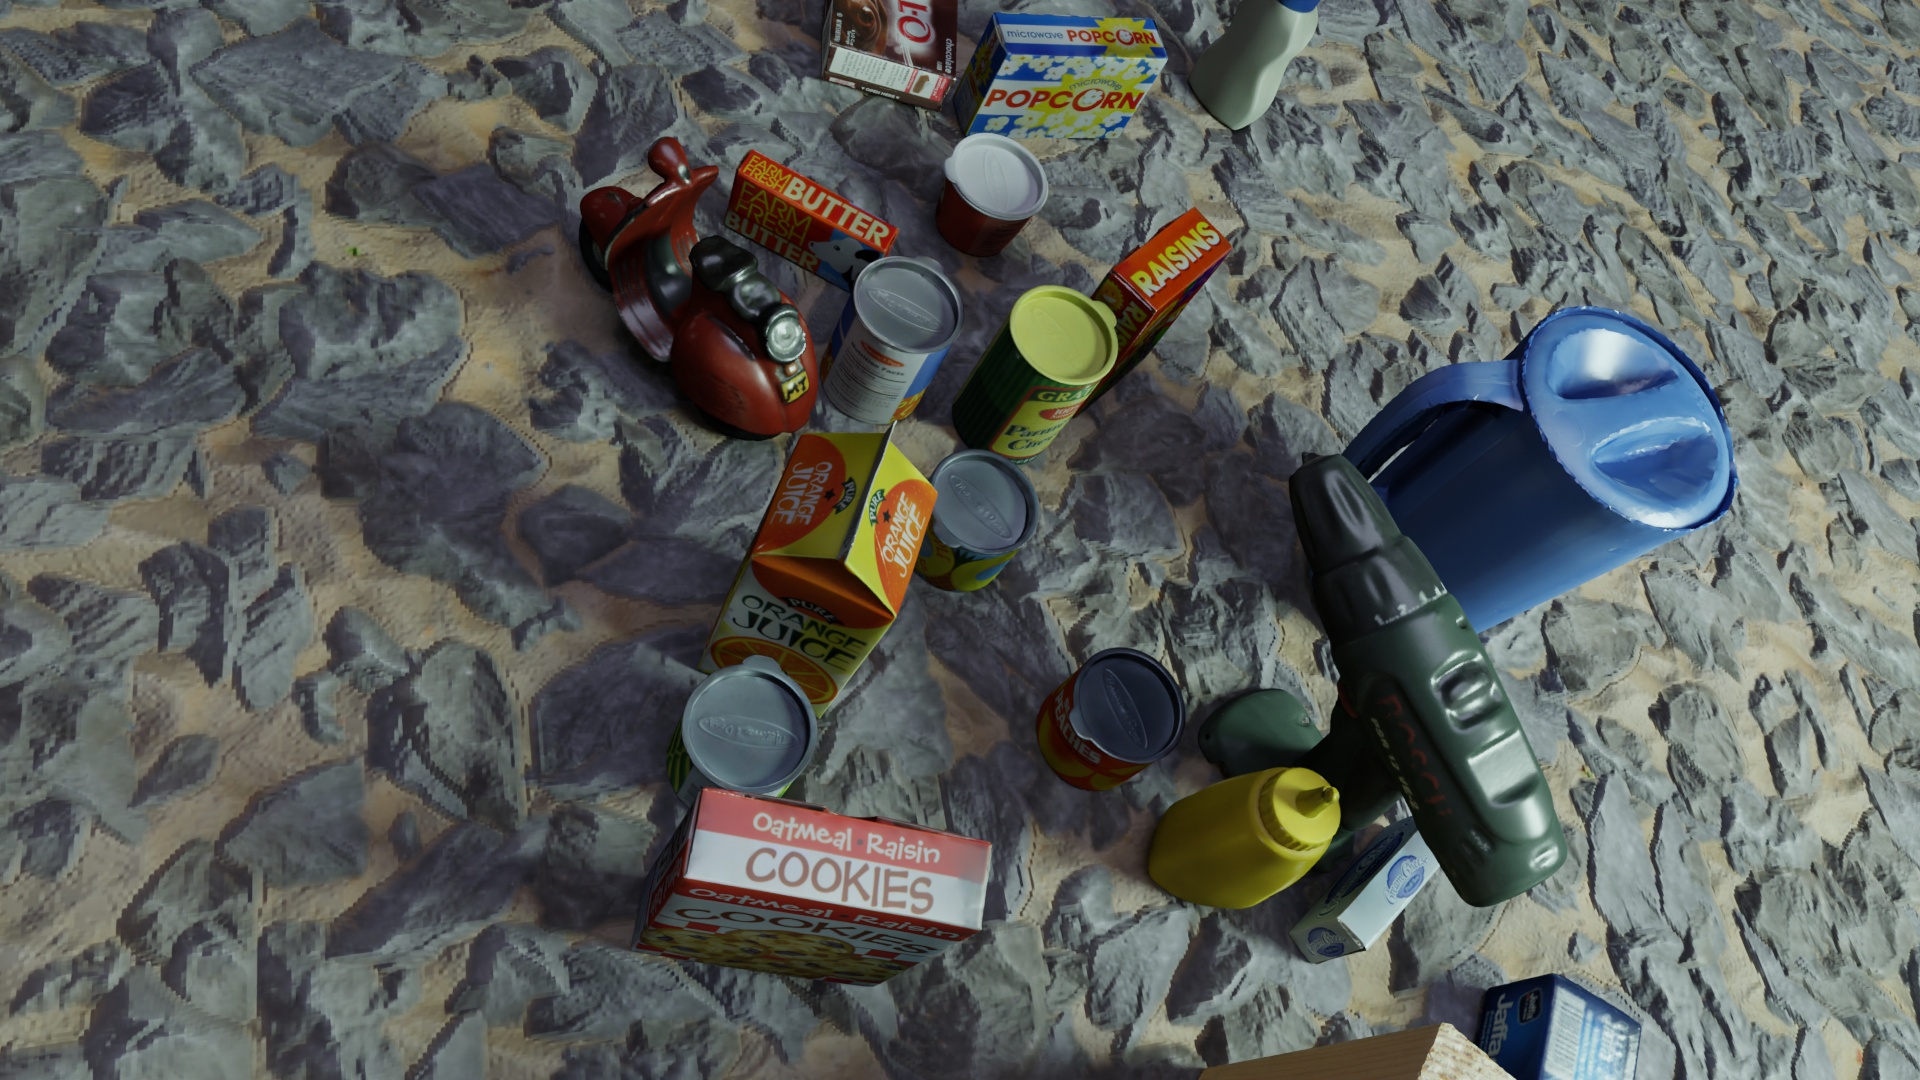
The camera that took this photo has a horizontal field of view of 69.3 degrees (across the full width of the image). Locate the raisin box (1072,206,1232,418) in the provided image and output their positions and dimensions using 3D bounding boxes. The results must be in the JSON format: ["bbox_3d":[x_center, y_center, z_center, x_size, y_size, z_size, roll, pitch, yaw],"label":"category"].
[{"bbox_3d":[0.106,-0.140,0.862,0.040,0.122,0.086,46,58,6],"label":"raisin box"}]

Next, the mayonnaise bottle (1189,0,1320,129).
[{"bbox_3d":[0.224,-0.369,1.008,0.041,0.147,0.065,-33,80,-30],"label":"mayonnaise bottle"}]

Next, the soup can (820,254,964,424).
[{"bbox_3d":[-0.041,-0.118,0.819,0.071,0.083,0.071,9,62,-17],"label":"soup can"}]

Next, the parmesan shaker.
[{"bbox_3d":[0.045,-0.097,0.829,0.071,0.102,0.071,9,62,-17],"label":"parmesan shaker"}]

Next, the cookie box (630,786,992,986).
[{"bbox_3d":[-0.072,0.159,0.618,0.123,0.166,0.040,13,61,-14],"label":"cookie box"}]

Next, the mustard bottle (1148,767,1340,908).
[{"bbox_3d":[0.153,0.149,0.713,0.065,0.159,0.049,24,59,-8],"label":"mustard bottle"}]

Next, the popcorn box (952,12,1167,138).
[{"bbox_3d":[0.068,-0.320,0.961,0.127,0.085,0.038,-7,68,-24],"label":"popcorn box"}]

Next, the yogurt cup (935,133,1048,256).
[{"bbox_3d":[0.017,-0.224,0.912,0.072,0.053,0.072,9,62,-17],"label":"yogurt cup"}]

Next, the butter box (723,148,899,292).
[{"bbox_3d":[-0.093,-0.194,0.855,0.103,0.053,0.024,28,58,-6],"label":"butter box"}]

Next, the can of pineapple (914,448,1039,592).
[{"bbox_3d":[0.003,-0.010,0.796,0.071,0.057,0.071,9,62,-17],"label":"can of pineapple"}]

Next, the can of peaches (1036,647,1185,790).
[{"bbox_3d":[0.080,0.100,0.770,0.071,0.057,0.071,9,62,-17],"label":"can of peaches"}]

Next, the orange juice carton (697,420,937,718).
[{"bbox_3d":[-0.068,0.014,0.678,0.073,0.191,0.072,24,59,-8],"label":"orange juice carton"}]

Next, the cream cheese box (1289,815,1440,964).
[{"bbox_3d":[0.235,0.194,0.783,0.104,0.053,0.024,-35,81,-31],"label":"cream cheese box"}]

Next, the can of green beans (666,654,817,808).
[{"bbox_3d":[-0.111,0.102,0.696,0.071,0.057,0.071,9,62,-17],"label":"can of green beans"}]
